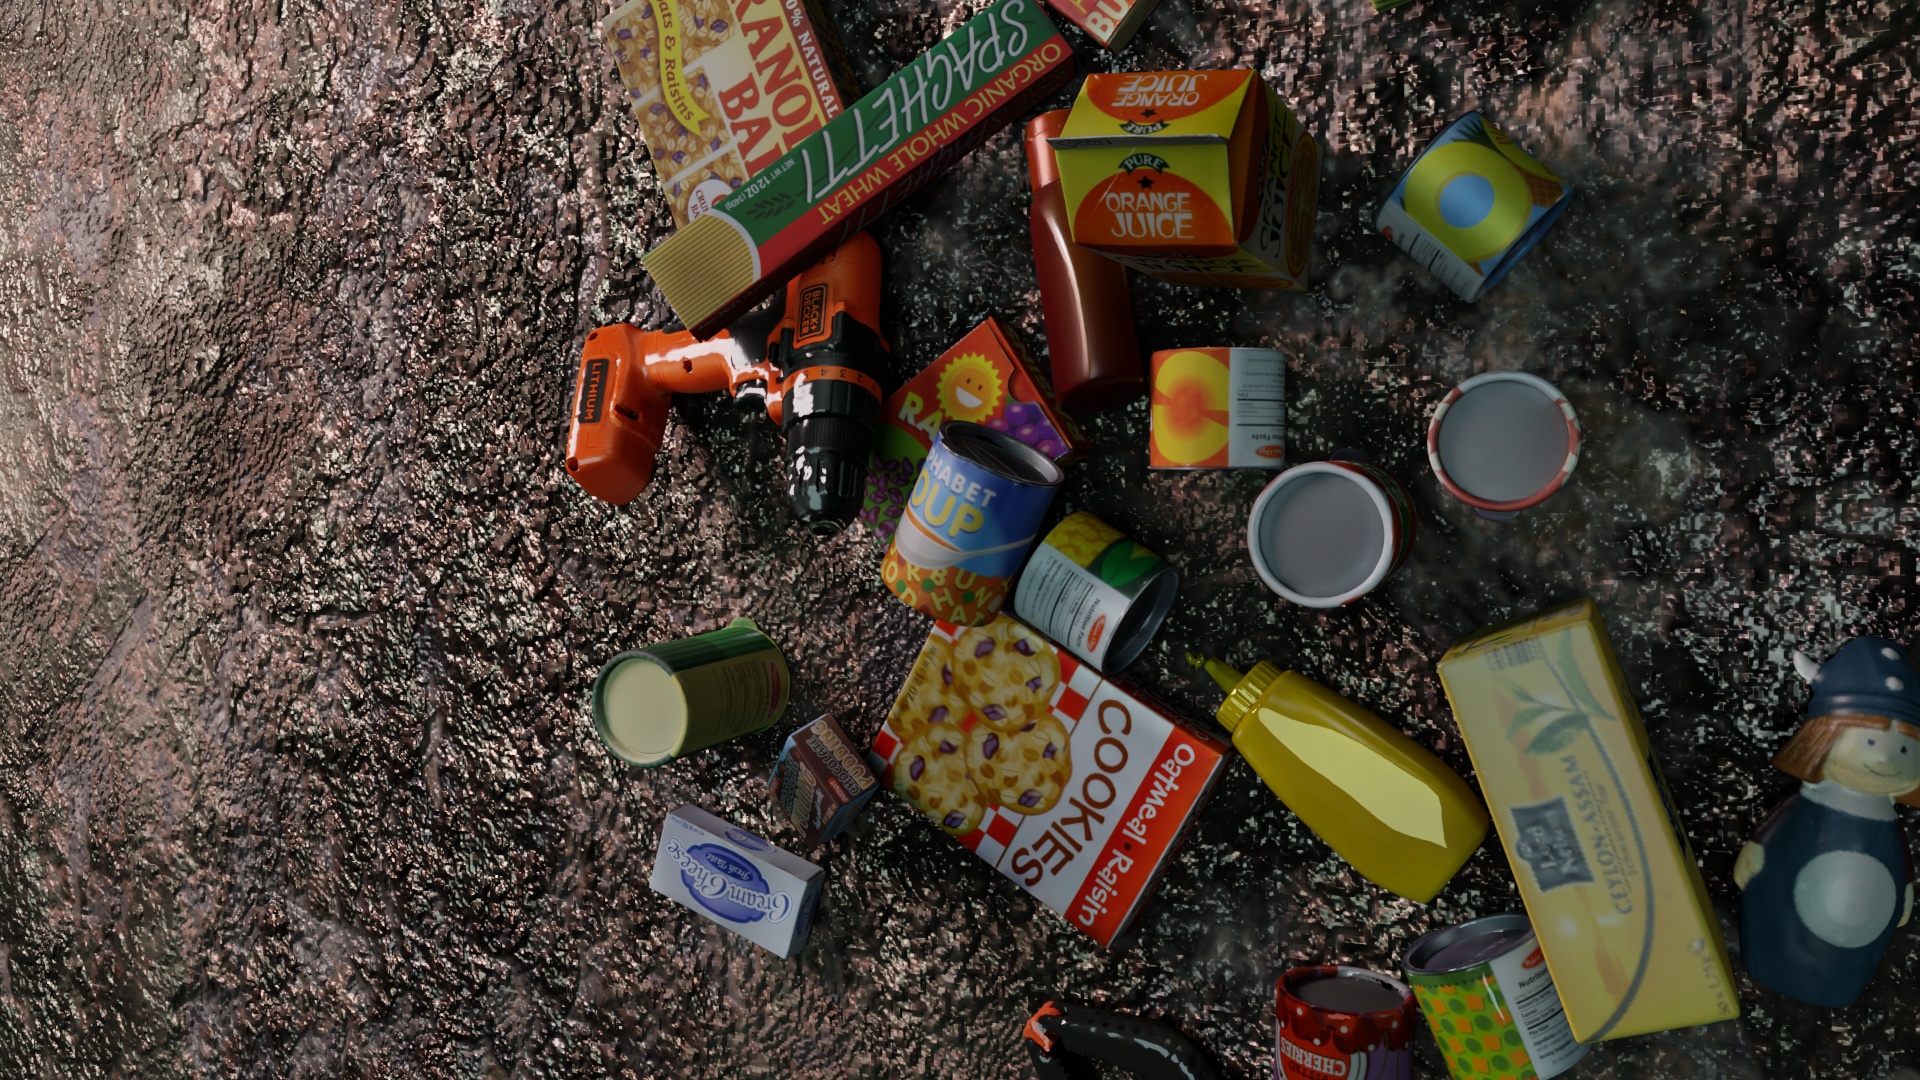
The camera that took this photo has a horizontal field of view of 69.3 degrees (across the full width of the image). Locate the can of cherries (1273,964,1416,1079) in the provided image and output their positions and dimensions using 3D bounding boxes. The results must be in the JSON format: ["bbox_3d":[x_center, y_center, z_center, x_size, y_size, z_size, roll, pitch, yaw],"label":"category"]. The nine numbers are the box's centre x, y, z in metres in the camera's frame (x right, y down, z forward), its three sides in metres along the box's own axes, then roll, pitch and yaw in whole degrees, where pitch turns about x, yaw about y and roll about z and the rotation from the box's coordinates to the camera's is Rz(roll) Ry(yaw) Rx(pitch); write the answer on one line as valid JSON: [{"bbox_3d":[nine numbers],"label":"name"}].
[{"bbox_3d":[0.183,0.244,0.668,0.071,0.071,0.058,3,94,24],"label":"can of cherries"}]

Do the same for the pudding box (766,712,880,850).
[{"bbox_3d":[-0.078,0.135,0.777,0.050,0.030,0.083,53,150,14],"label":"pudding box"}]

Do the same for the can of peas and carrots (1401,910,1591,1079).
[{"bbox_3d":[0.246,0.213,0.643,0.071,0.071,0.059,-25,84,23],"label":"can of peas and carrots"}]

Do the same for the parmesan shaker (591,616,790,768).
[{"bbox_3d":[-0.152,0.084,0.790,0.071,0.103,0.071,2,94,24],"label":"parmesan shaker"}]

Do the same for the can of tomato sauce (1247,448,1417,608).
[{"bbox_3d":[0.176,-0.007,0.651,0.071,0.083,0.071,2,94,24],"label":"can of tomato sauce"}]

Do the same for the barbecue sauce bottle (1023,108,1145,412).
[{"bbox_3d":[0.061,-0.144,0.709,0.044,0.064,0.148,-6,81,-11],"label":"barbecue sauce bottle"}]

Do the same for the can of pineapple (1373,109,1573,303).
[{"bbox_3d":[0.232,-0.151,0.627,0.058,0.071,0.071,45,109,15],"label":"can of pineapple"}]

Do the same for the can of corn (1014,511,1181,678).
[{"bbox_3d":[0.071,0.026,0.709,0.058,0.071,0.071,34,106,24],"label":"can of corn"}]

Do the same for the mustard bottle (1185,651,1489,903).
[{"bbox_3d":[0.176,0.103,0.676,0.160,0.049,0.065,40,107,17],"label":"mustard bottle"}]

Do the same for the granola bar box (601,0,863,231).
[{"bbox_3d":[-0.121,-0.249,0.793,0.124,0.039,0.165,-23,83,22],"label":"granola bar box"}]

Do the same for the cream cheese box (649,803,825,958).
[{"bbox_3d":[-0.134,0.203,0.832,0.104,0.024,0.053,20,102,22],"label":"cream cheese box"}]

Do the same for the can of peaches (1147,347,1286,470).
[{"bbox_3d":[0.124,-0.063,0.681,0.071,0.071,0.058,1,94,24],"label":"can of peaches"}]

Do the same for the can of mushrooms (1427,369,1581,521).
[{"bbox_3d":[0.251,-0.044,0.643,0.071,0.033,0.071,1,93,23],"label":"can of mushrooms"}]

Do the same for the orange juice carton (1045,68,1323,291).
[{"bbox_3d":[0.104,-0.158,0.614,0.072,0.193,0.073,7,96,24],"label":"orange juice carton"}]

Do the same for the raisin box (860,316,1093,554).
[{"bbox_3d":[-0.003,-0.050,0.752,0.123,0.040,0.086,-36,78,21],"label":"raisin box"}]

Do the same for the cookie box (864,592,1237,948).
[{"bbox_3d":[0.045,0.115,0.740,0.168,0.040,0.122,33,105,20],"label":"cookie box"}]

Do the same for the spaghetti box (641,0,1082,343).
[{"bbox_3d":[-0.052,-0.197,0.729,0.250,0.028,0.050,-35,82,2],"label":"spaghetti box"}]

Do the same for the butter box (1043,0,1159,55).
[{"bbox_3d":[0.090,-0.305,0.705,0.053,0.024,0.103,44,109,15],"label":"butter box"}]

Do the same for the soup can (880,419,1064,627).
[{"bbox_3d":[0.002,-0.009,0.692,0.071,0.071,0.083,32,111,19],"label":"soup can"}]

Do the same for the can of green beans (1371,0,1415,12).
[{"bbox_3d":[0.210,-0.281,0.630,0.058,0.071,0.071,-12,88,25],"label":"can of green beans"}]
